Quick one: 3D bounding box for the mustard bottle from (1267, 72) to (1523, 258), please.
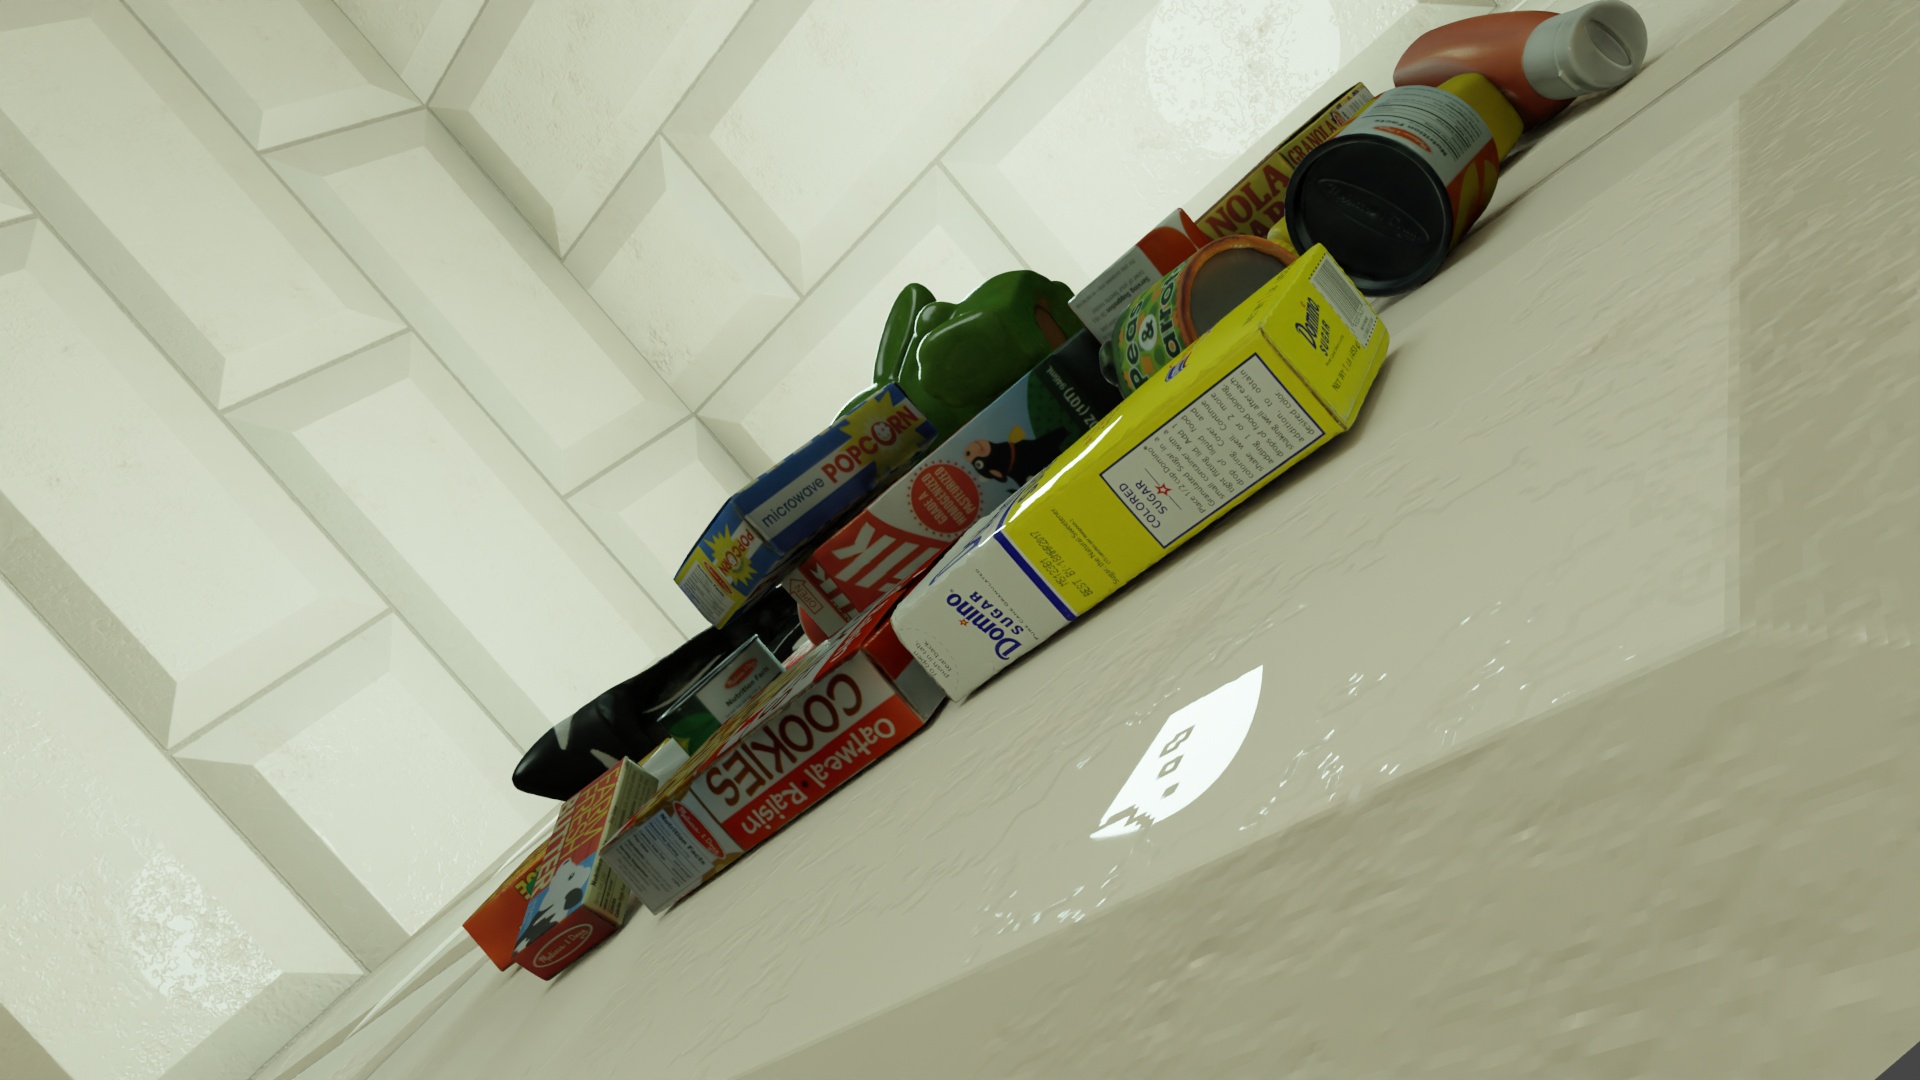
[{"bbox_3d":[0.186,-0.150,0.648,0.160,0.049,0.065,-41,3,-3],"label":"mustard bottle"}]

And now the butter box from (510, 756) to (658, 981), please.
[{"bbox_3d":[-0.178,0.155,0.667,0.053,0.024,0.104,-37,25,19],"label":"butter box"}]

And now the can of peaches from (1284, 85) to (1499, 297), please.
[{"bbox_3d":[0.169,-0.136,0.546,0.058,0.071,0.071,-44,5,-39],"label":"can of peaches"}]

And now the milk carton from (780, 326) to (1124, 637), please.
[{"bbox_3d":[0.002,-0.008,0.643,0.190,0.072,0.074,-39,3,24],"label":"milk carton"}]

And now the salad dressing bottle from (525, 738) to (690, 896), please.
[{"bbox_3d":[-0.166,0.146,0.751,0.148,0.044,0.064,-44,7,-18],"label":"salad dressing bottle"}]

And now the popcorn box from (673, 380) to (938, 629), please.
[{"bbox_3d":[-0.076,-0.018,0.692,0.127,0.038,0.084,-41,-3,-41],"label":"popcorn box"}]

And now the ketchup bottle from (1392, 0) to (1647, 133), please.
[{"bbox_3d":[0.262,-0.221,0.653,0.043,0.064,0.149,-53,12,4],"label":"ketchup bottle"}]

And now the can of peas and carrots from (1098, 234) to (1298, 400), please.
[{"bbox_3d":[0.098,-0.078,0.540,0.071,0.071,0.058,-42,5,-24],"label":"can of peas and carrots"}]

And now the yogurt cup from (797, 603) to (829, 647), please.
[{"bbox_3d":[-0.047,0.034,0.725,0.072,0.072,0.054,-42,12,-12],"label":"yogurt cup"}]

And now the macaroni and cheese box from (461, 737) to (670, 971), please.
[{"bbox_3d":[-0.227,0.189,0.862,0.124,0.040,0.166,-41,4,-2],"label":"macaroni and cheese box"}]

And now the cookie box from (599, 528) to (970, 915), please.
[{"bbox_3d":[-0.060,0.072,0.581,0.167,0.040,0.123,-38,5,29],"label":"cookie box"}]

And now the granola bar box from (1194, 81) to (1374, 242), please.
[{"bbox_3d":[0.158,-0.178,0.790,0.125,0.039,0.164,-43,3,-42],"label":"granola bar box"}]

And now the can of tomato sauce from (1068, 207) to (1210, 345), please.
[{"bbox_3d":[0.099,-0.095,0.614,0.071,0.083,0.071,-41,4,4],"label":"can of tomato sauce"}]

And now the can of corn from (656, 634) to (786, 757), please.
[{"bbox_3d":[-0.111,0.092,0.710,0.071,0.058,0.071,-41,4,4],"label":"can of corn"}]
